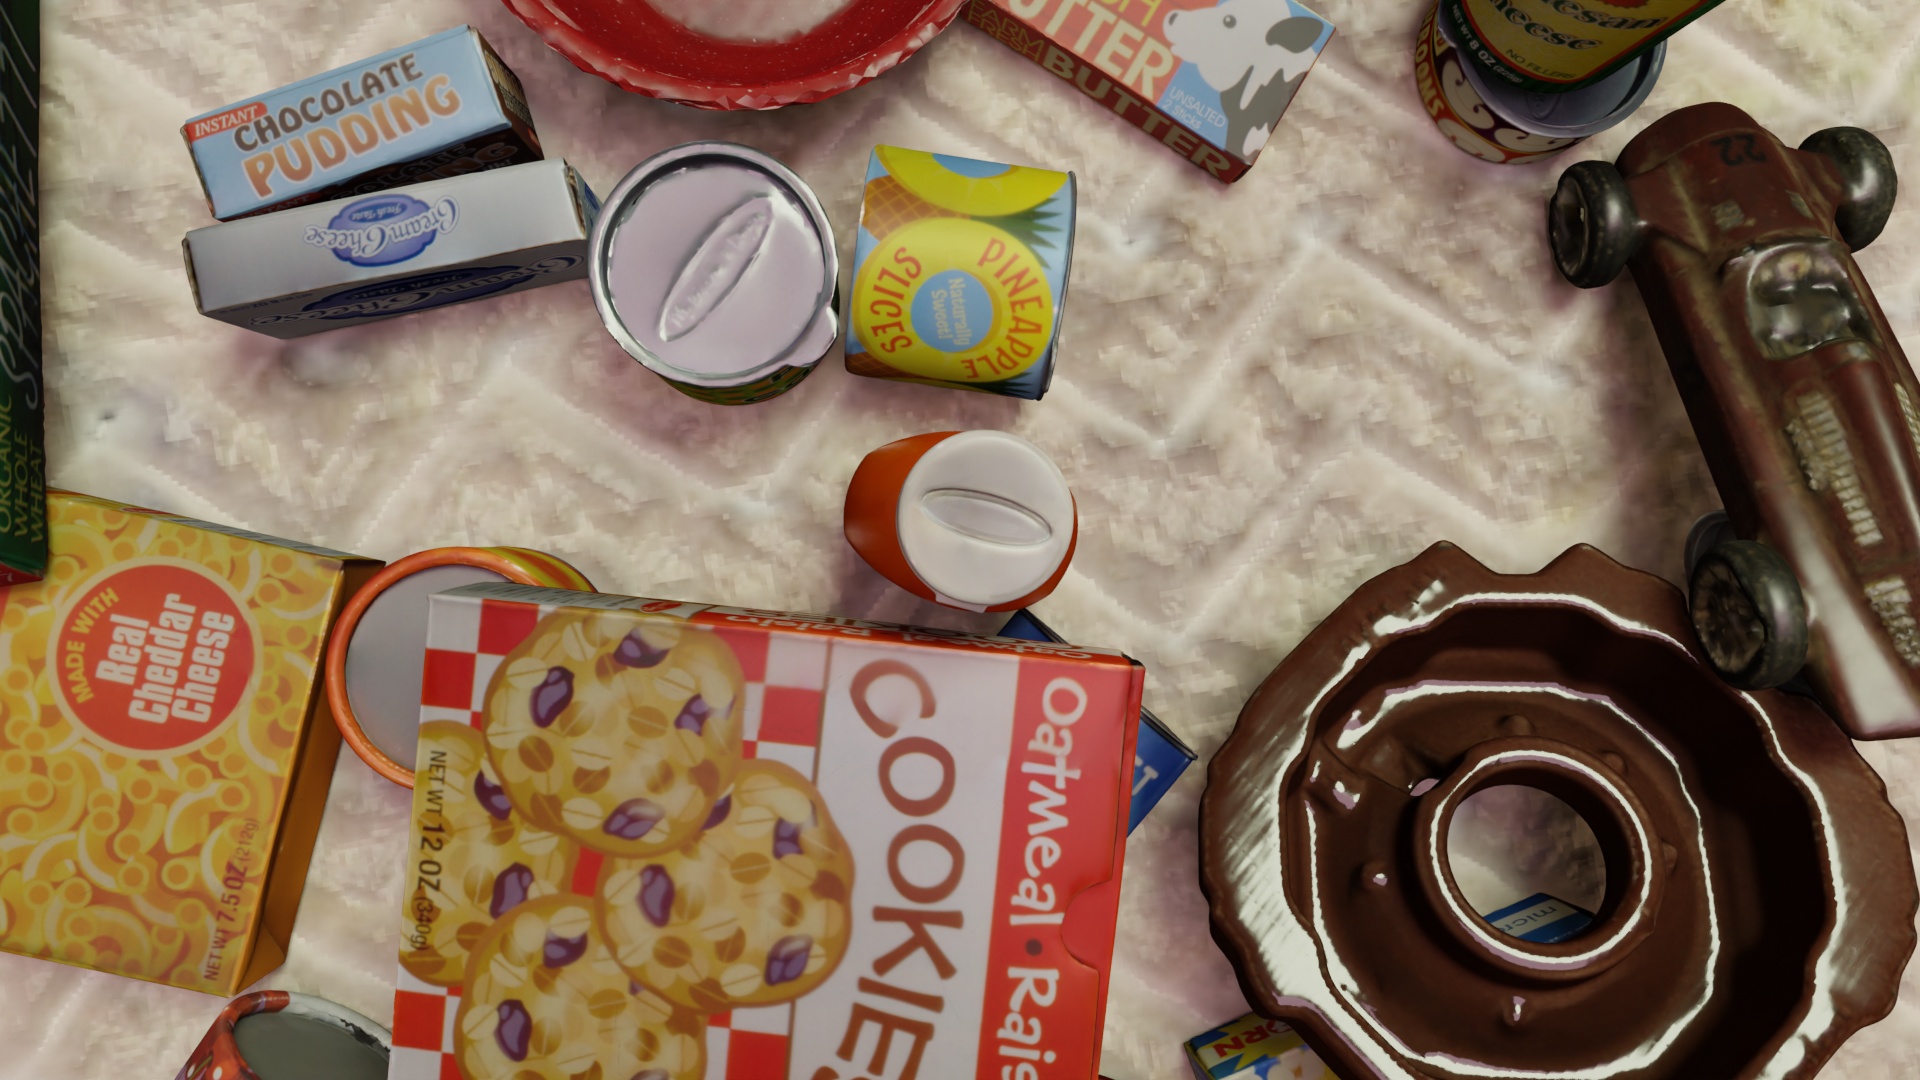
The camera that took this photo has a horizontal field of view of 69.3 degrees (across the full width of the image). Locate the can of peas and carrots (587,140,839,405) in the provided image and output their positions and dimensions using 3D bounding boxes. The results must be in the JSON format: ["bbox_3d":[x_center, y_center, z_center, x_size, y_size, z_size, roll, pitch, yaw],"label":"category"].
[{"bbox_3d":[-0.065,-0.072,0.397,0.071,0.058,0.071,0,90,-4],"label":"can of peas and carrots"}]

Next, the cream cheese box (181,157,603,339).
[{"bbox_3d":[-0.154,-0.081,0.393,0.104,0.053,0.024,-13,92,-4],"label":"cream cheese box"}]

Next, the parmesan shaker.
[{"bbox_3d":[0.178,-0.161,0.359,0.071,0.103,0.071,0,89,-4],"label":"parmesan shaker"}]

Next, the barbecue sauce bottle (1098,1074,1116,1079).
[{"bbox_3d":[0.022,0.234,0.404,0.065,0.043,0.148,21,88,-5],"label":"barbecue sauce bottle"}]

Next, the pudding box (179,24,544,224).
[{"bbox_3d":[-0.167,-0.113,0.395,0.084,0.049,0.030,-20,92,-4],"label":"pudding box"}]

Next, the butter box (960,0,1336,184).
[{"bbox_3d":[0.056,-0.159,0.424,0.103,0.024,0.053,31,86,-3],"label":"butter box"}]

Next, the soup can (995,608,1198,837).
[{"bbox_3d":[0.015,0.070,0.391,0.071,0.071,0.084,40,90,-2],"label":"soup can"}]

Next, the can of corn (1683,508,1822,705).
[{"bbox_3d":[0.265,0.011,0.412,0.058,0.071,0.071,-23,91,-5],"label":"can of corn"}]

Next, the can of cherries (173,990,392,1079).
[{"bbox_3d":[-0.186,0.167,0.377,0.071,0.071,0.058,34,87,-3],"label":"can of cherries"}]

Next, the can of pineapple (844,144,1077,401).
[{"bbox_3d":[-0.001,-0.075,0.396,0.058,0.071,0.071,7,89,-3],"label":"can of pineapple"}]

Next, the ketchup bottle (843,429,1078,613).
[{"bbox_3d":[0.001,-0.004,0.355,0.065,0.149,0.043,15,90,-3],"label":"ketchup bottle"}]

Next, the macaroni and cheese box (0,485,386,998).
[{"bbox_3d":[-0.264,0.047,0.389,0.166,0.040,0.123,13,87,-4],"label":"macaroni and cheese box"}]

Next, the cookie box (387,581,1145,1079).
[{"bbox_3d":[-0.046,0.080,0.338,0.167,0.040,0.123,6,92,1],"label":"cookie box"}]

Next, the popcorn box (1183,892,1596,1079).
[{"bbox_3d":[0.143,0.171,0.416,0.127,0.038,0.085,-21,90,-4],"label":"popcorn box"}]

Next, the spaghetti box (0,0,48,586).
[{"bbox_3d":[-0.280,-0.108,0.375,0.050,0.028,0.250,-7,79,-7],"label":"spaghetti box"}]

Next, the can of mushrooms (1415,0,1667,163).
[{"bbox_3d":[0.175,-0.153,0.428,0.071,0.033,0.071,0,90,-4],"label":"can of mushrooms"}]

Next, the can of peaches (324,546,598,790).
[{"bbox_3d":[-0.137,0.033,0.390,0.071,0.058,0.071,0,90,-4],"label":"can of peaches"}]
